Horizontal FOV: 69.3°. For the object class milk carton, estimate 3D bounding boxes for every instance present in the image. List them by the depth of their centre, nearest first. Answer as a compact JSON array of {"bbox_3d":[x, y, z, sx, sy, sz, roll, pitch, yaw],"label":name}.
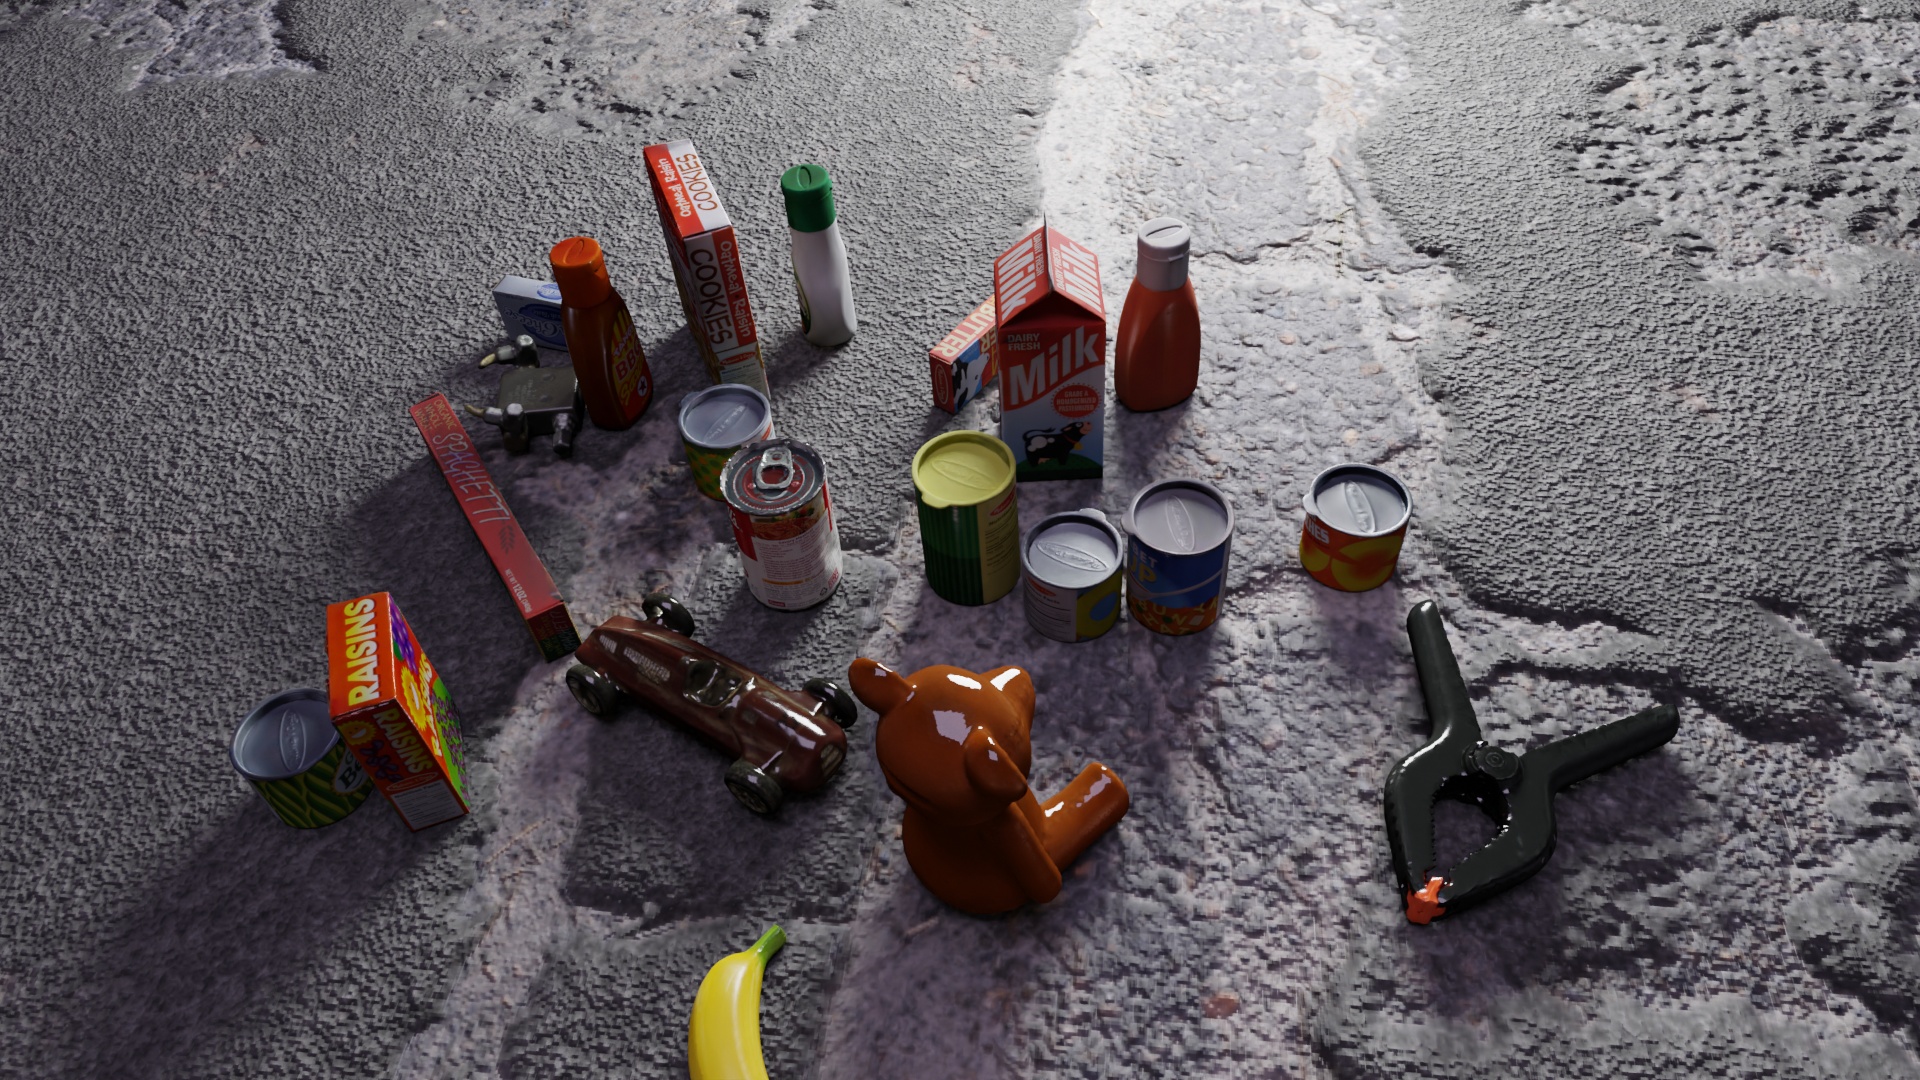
[{"bbox_3d":[0.061,-0.130,0.955,0.073,0.189,0.073,-3,48,2],"label":"milk carton"}]

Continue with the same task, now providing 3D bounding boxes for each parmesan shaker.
[{"bbox_3d":[0.003,-0.011,0.913,0.071,0.102,0.072,-2,48,3],"label":"parmesan shaker"}]

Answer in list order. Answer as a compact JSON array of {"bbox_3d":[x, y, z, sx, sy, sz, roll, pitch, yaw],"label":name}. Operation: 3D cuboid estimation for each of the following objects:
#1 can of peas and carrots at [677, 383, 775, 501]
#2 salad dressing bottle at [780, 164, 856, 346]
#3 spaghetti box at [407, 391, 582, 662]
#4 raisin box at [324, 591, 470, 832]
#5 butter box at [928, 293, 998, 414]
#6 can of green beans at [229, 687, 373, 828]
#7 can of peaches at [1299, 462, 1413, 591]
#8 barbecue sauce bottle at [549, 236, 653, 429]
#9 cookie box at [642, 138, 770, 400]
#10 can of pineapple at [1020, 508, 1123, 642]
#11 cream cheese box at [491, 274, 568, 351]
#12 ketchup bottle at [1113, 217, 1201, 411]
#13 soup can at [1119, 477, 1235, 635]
[{"bbox_3d":[-0.169,-0.071,1.008,0.071,0.058,0.071,-2,48,3],"label":"can of peas and carrots"},{"bbox_3d":[-0.110,-0.220,1.076,0.044,0.146,0.064,-9,49,-4],"label":"salad dressing bottle"},{"bbox_3d":[-0.330,-0.015,0.976,0.029,0.050,0.251,-28,52,-19],"label":"spaghetti box"},{"bbox_3d":[-0.333,0.102,0.823,0.040,0.122,0.086,-16,49,-9],"label":"raisin box"},{"bbox_3d":[0.016,-0.148,1.067,0.024,0.052,0.104,27,56,26],"label":"butter box"},{"bbox_3d":[-0.398,0.133,0.845,0.071,0.057,0.071,-2,48,3],"label":"can of green beans"},{"bbox_3d":[0.259,-0.008,0.921,0.071,0.057,0.071,-2,48,3],"label":"can of peaches"},{"bbox_3d":[-0.268,-0.155,1.030,0.044,0.147,0.065,7,50,11],"label":"barbecue sauce bottle"},{"bbox_3d":[-0.192,-0.199,1.051,0.040,0.166,0.123,-19,50,-12],"label":"cookie box"},{"bbox_3d":[0.074,0.023,0.907,0.071,0.057,0.071,-2,48,3],"label":"can of pineapple"},{"bbox_3d":[-0.320,-0.179,1.119,0.104,0.053,0.024,12,51,15],"label":"cream cheese box"},{"bbox_3d":[0.145,-0.162,1.005,0.065,0.148,0.044,-19,50,-12],"label":"ketchup bottle"},{"bbox_3d":[0.137,0.011,0.895,0.071,0.083,0.072,-2,48,3],"label":"soup can"}]
